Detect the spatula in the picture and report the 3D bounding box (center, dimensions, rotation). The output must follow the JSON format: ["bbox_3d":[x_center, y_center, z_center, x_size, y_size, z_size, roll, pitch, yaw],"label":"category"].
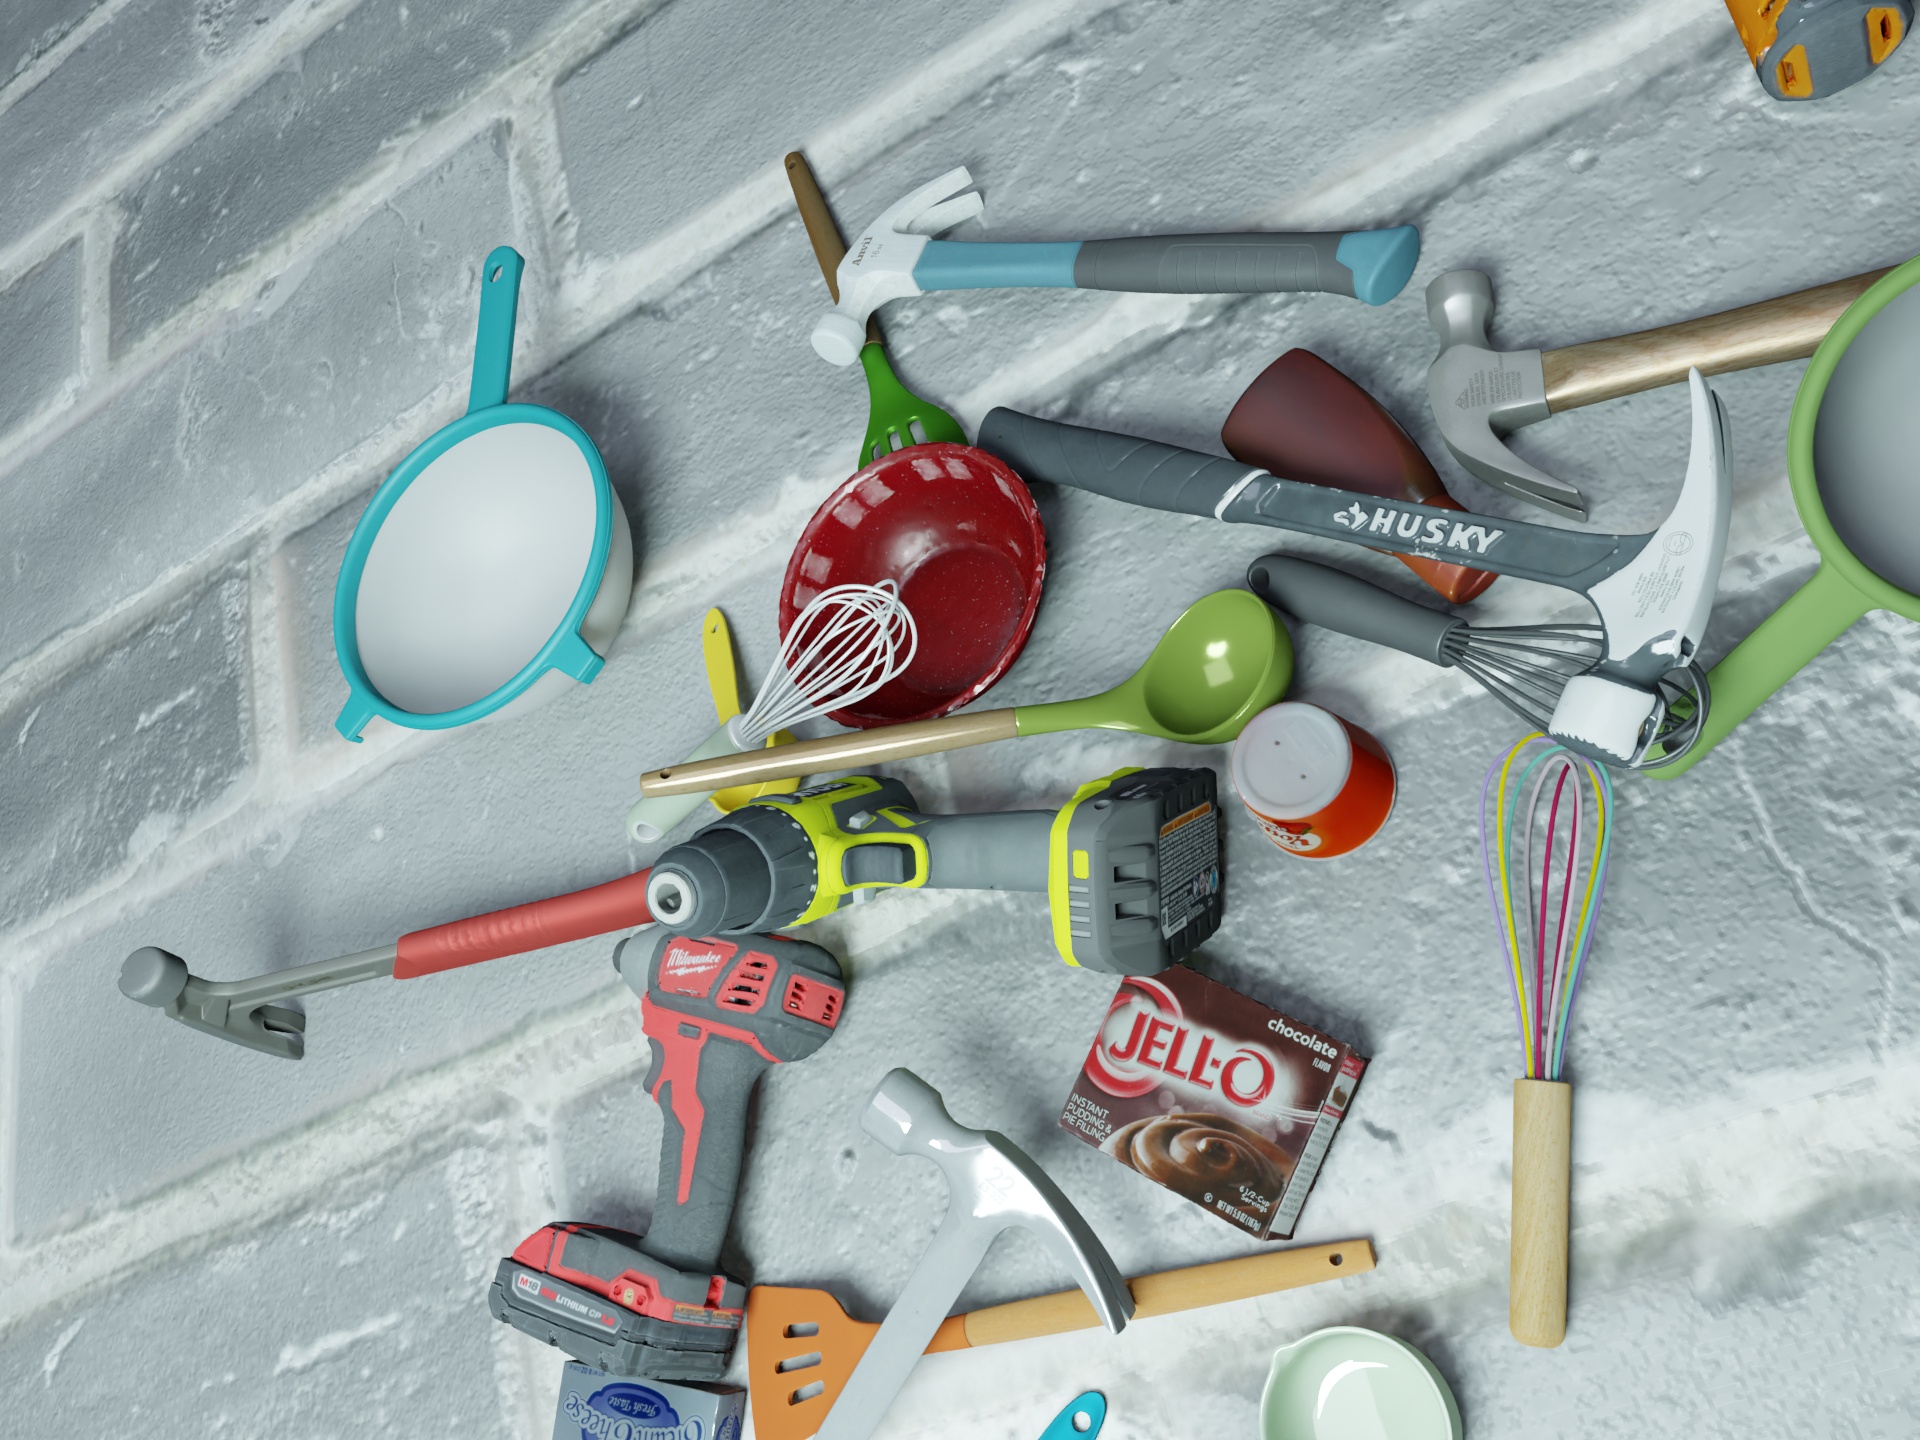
[{"bbox_3d":[0.030,0.272,0.721,0.322,0.041,0.081,-18,63,19],"label":"spatula"}]

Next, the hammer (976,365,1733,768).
[{"bbox_3d":[0.145,-0.104,0.723,0.409,0.036,0.149,23,88,47],"label":"hammer"}]

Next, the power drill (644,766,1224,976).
[{"bbox_3d":[-0.010,0.066,0.722,0.228,0.190,0.080,-1,95,25],"label":"power drill"}]

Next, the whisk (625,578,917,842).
[{"bbox_3d":[-0.107,0.002,0.832,0.246,0.057,0.059,-38,29,37],"label":"whisk"}]

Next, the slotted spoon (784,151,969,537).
[{"bbox_3d":[-0.063,-0.239,0.958,0.070,0.031,0.314,-30,59,16],"label":"slotted spoon"}]

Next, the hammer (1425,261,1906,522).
[{"bbox_3d":[0.368,-0.169,0.675,0.331,0.031,0.130,-9,68,27],"label":"hammer"}]

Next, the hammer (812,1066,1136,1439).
[{"bbox_3d":[-0.072,0.363,0.711,0.144,0.035,0.405,33,98,19],"label":"hammer"}]

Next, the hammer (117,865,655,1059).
[{"bbox_3d":[-0.288,0.133,0.921,0.359,0.149,0.037,-14,61,13],"label":"hammer"}]

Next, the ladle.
[{"bbox_3d":[-0.001,-0.002,0.759,0.320,0.062,0.078,-10,50,5],"label":"ladle"}]

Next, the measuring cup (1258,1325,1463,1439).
[{"bbox_3d":[0.133,0.316,0.635,0.083,0.038,0.167,41,97,34],"label":"measuring cup"}]

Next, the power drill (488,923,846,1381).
[{"bbox_3d":[-0.151,0.210,0.817,0.143,0.078,0.220,6,73,36],"label":"power drill"}]

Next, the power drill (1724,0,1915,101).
[{"bbox_3d":[0.439,-0.388,0.686,0.226,0.084,0.164,-21,62,27],"label":"power drill"}]

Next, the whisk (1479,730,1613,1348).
[{"bbox_3d":[0.240,0.124,0.642,0.051,0.047,0.245,-5,74,42],"label":"whisk"}]

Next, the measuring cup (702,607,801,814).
[{"bbox_3d":[-0.124,-0.007,0.914,0.062,0.029,0.157,-43,43,25],"label":"measuring cup"}]

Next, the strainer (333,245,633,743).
[{"bbox_3d":[-0.279,-0.141,1.010,0.211,0.095,0.341,-13,64,23],"label":"strainer"}]

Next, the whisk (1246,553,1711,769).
[{"bbox_3d":[0.213,-0.037,0.692,0.239,0.055,0.055,29,88,48],"label":"whisk"}]

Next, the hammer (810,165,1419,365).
[{"bbox_3d":[0.078,-0.246,0.863,0.331,0.033,0.128,9,64,29],"label":"hammer"}]

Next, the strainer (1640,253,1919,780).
[{"bbox_3d":[0.365,-0.076,0.630,0.151,0.069,0.256,41,116,4],"label":"strainer"}]

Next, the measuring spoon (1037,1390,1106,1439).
[{"bbox_3d":[0.025,0.350,0.701,0.042,0.021,0.128,35,83,25],"label":"measuring spoon"}]
